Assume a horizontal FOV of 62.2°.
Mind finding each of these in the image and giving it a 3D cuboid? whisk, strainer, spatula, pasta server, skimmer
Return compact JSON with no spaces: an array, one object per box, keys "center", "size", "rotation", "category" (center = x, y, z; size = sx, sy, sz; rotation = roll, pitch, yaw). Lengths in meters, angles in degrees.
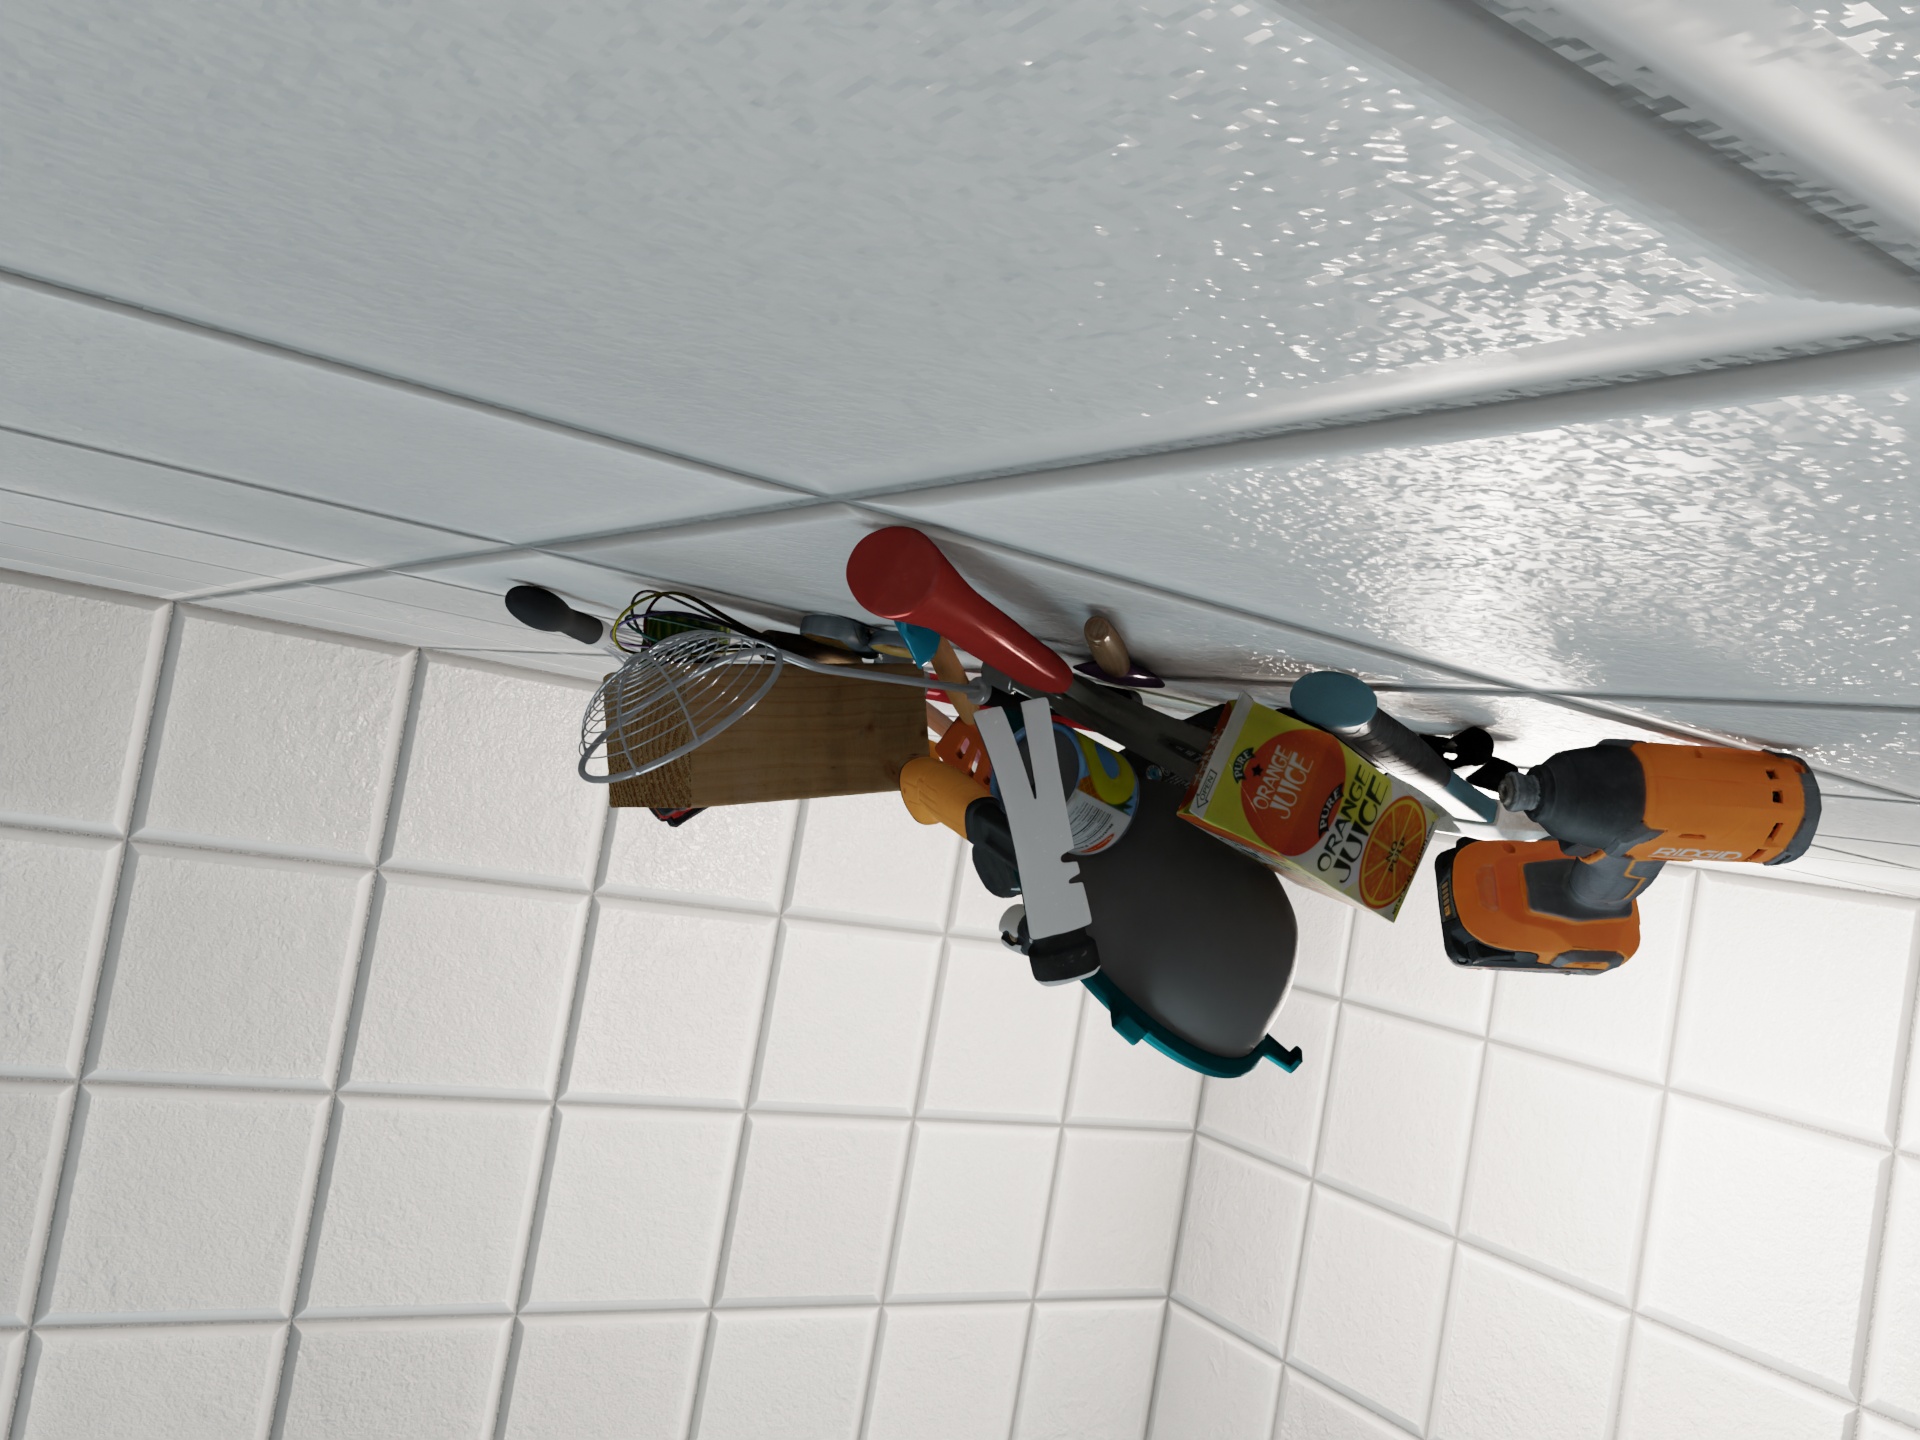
[{"center":[-0.275,-0.062,1.278],"size":[0.070,0.070,0.284],"rotation":[9,173,23],"category":"whisk"},{"center":[0.112,0.062,1.012],"size":[0.210,0.095,0.341],"rotation":[21,-149,-46],"category":"strainer"},{"center":[-0.143,-0.056,1.090],"size":[0.051,0.047,0.244],"rotation":[18,-173,33],"category":"whisk"},{"center":[0.086,-0.034,0.910],"size":[0.060,0.018,0.316],"rotation":[10,178,8],"category":"spatula"},{"center":[-0.002,0.005,1.352],"size":[0.060,0.040,0.316],"rotation":[5,-165,-27],"category":"pasta server"},{"center":[-0.045,0.005,0.951],"size":[0.363,0.090,0.127],"rotation":[6,-178,-31],"category":"skimmer"},{"center":[-0.002,-0.004,1.111],"size":[0.081,0.041,0.322],"rotation":[44,175,16],"category":"spatula"}]

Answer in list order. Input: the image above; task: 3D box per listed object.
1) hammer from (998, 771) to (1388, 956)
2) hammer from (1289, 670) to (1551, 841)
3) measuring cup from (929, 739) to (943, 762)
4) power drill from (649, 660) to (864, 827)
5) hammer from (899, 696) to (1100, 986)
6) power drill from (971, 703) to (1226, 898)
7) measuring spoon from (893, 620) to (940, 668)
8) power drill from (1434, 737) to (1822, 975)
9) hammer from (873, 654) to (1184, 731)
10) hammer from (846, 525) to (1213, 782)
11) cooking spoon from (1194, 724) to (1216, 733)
[{"center":[0.231,0.102,1.213],"size":[0.409,0.036,0.149],"rotation":[-21,-163,-31],"category":"hammer"},{"center":[0.284,0.030,0.973],"size":[0.128,0.033,0.330],"rotation":[7,169,36],"category":"hammer"},{"center":[-0.062,0.007,1.384],"size":[0.174,0.095,0.052],"rotation":[22,-168,31],"category":"measuring cup"},{"center":[-0.179,0.011,1.303],"size":[0.188,0.080,0.227],"rotation":[-32,-177,-19],"category":"power drill"},{"center":[0.005,0.044,0.857],"size":[0.034,0.127,0.337],"rotation":[-13,-174,-10],"category":"hammer"},{"center":[0.127,0.064,1.225],"size":[0.171,0.080,0.223],"rotation":[-23,175,-31],"category":"power drill"},{"center":[-0.024,-0.058,0.791],"size":[0.021,0.042,0.128],"rotation":[-27,170,-4],"category":"measuring spoon"},{"center":[0.359,0.078,0.925],"size":[0.164,0.084,0.226],"rotation":[4,153,-6],"category":"power drill"},{"center":[0.119,-0.001,1.277],"size":[0.386,0.038,0.143],"rotation":[10,176,-12],"category":"hammer"},{"center":[0.036,-0.028,0.775],"size":[0.149,0.037,0.359],"rotation":[26,180,18],"category":"hammer"},{"center":[0.267,0.039,1.134],"size":[0.318,0.017,0.069],"rotation":[15,-176,-42],"category":"cooking spoon"}]
